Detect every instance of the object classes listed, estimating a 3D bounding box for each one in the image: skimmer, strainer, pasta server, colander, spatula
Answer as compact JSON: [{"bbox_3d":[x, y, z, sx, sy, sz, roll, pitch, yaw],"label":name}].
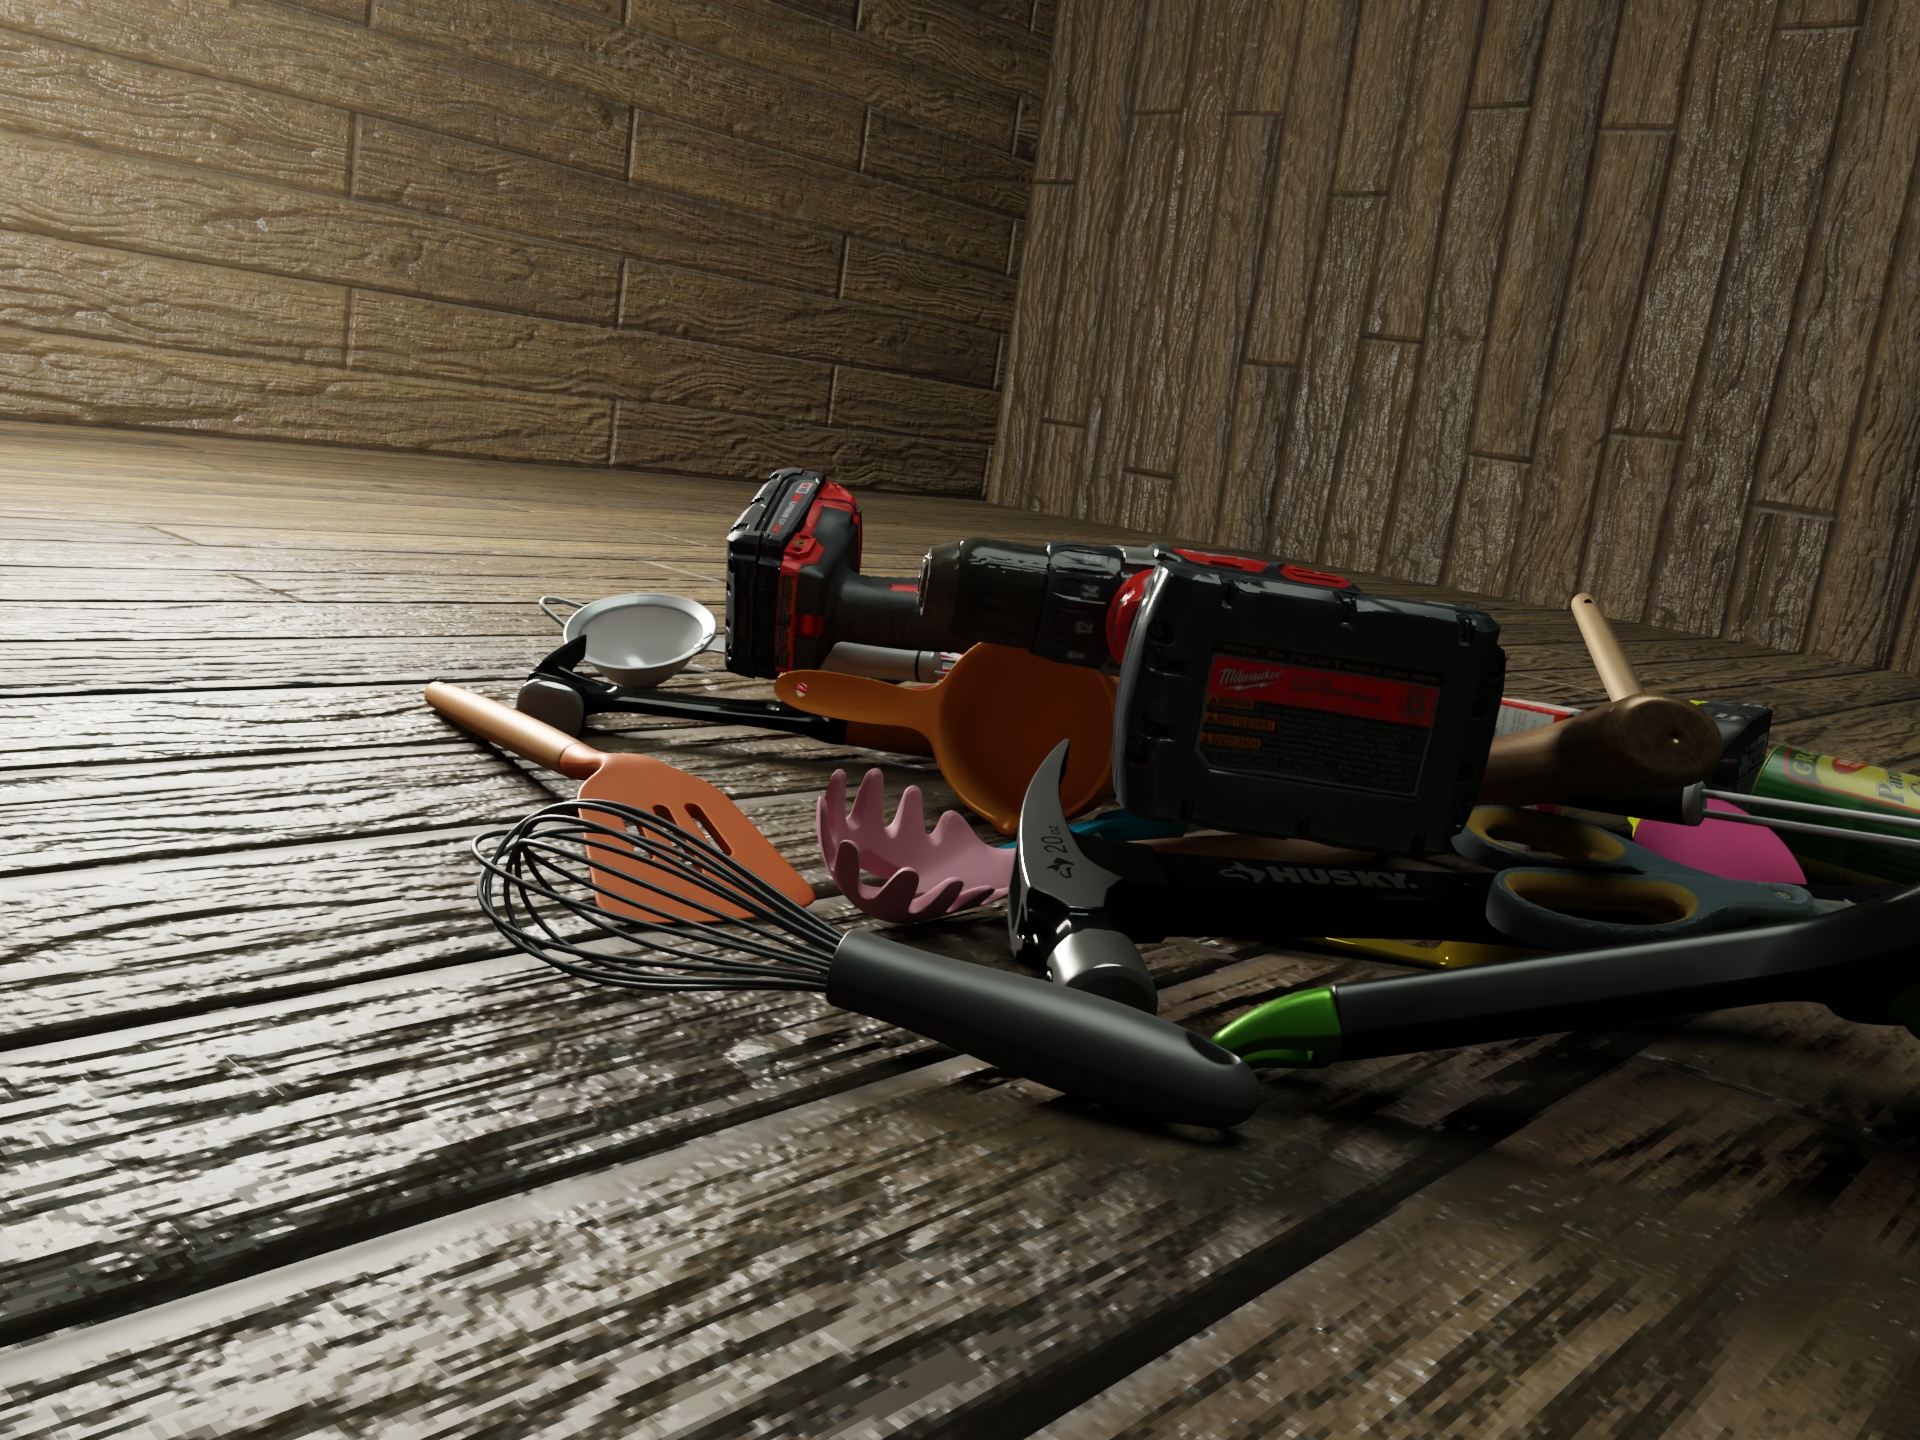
[{"bbox_3d":[0.350,0.052,0.646,0.363,0.127,0.090,10,27,43],"label":"skimmer"},{"bbox_3d":[-0.117,-0.037,0.887,0.258,0.050,0.087,6,33,18],"label":"strainer"},{"bbox_3d":[0.071,0.051,0.640,0.316,0.040,0.060,1,37,-40],"label":"pasta server"},{"bbox_3d":[0.270,0.095,0.427,0.397,0.095,0.204,-9,-24,4],"label":"colander"},{"bbox_3d":[-0.170,0.022,0.663,0.081,0.041,0.323,-1,10,-35],"label":"spatula"}]

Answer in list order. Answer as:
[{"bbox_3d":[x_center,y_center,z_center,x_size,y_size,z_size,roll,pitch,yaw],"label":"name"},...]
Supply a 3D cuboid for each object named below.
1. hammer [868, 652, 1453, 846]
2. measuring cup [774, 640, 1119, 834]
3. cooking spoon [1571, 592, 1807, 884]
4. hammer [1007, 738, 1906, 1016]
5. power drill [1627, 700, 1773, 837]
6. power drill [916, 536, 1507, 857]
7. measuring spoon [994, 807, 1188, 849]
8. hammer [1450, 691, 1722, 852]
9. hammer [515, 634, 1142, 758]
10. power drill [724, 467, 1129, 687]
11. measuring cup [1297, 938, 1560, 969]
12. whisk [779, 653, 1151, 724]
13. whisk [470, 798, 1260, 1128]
[{"bbox_3d":[0.117,0.008,0.909,0.409,0.036,0.149,18,16,41],"label":"hammer"},{"bbox_3d":[-0.001,-0.002,0.739,0.174,0.095,0.052,10,2,24],"label":"measuring cup"},{"bbox_3d":[0.351,0.014,0.806,0.069,0.017,0.319,-6,31,11],"label":"cooking spoon"},{"bbox_3d":[0.178,0.062,0.549,0.334,0.035,0.146,4,25,-11],"label":"hammer"},{"bbox_3d":[0.349,0.012,0.950,0.229,0.080,0.190,12,12,33],"label":"power drill"},{"bbox_3d":[0.080,-0.027,0.589,0.188,0.080,0.227,8,12,-5],"label":"power drill"},{"bbox_3d":[0.048,0.056,0.668,0.128,0.021,0.042,-12,5,-38],"label":"measuring spoon"},{"bbox_3d":[0.203,0.024,0.625,0.130,0.031,0.331,10,-6,-1],"label":"hammer"},{"bbox_3d":[-0.048,0.002,0.818,0.337,0.034,0.127,7,12,-6],"label":"hammer"},{"bbox_3d":[-0.001,-0.066,0.820,0.219,0.078,0.143,9,29,5],"label":"power drill"},{"bbox_3d":[0.164,0.074,0.603,0.156,0.029,0.062,11,11,3],"label":"measuring cup"},{"bbox_3d":[0.008,-0.028,0.888,0.296,0.073,0.073,11,11,29],"label":"whisk"},{"bbox_3d":[-0.033,0.070,0.449,0.239,0.055,0.055,15,12,14],"label":"whisk"}]
